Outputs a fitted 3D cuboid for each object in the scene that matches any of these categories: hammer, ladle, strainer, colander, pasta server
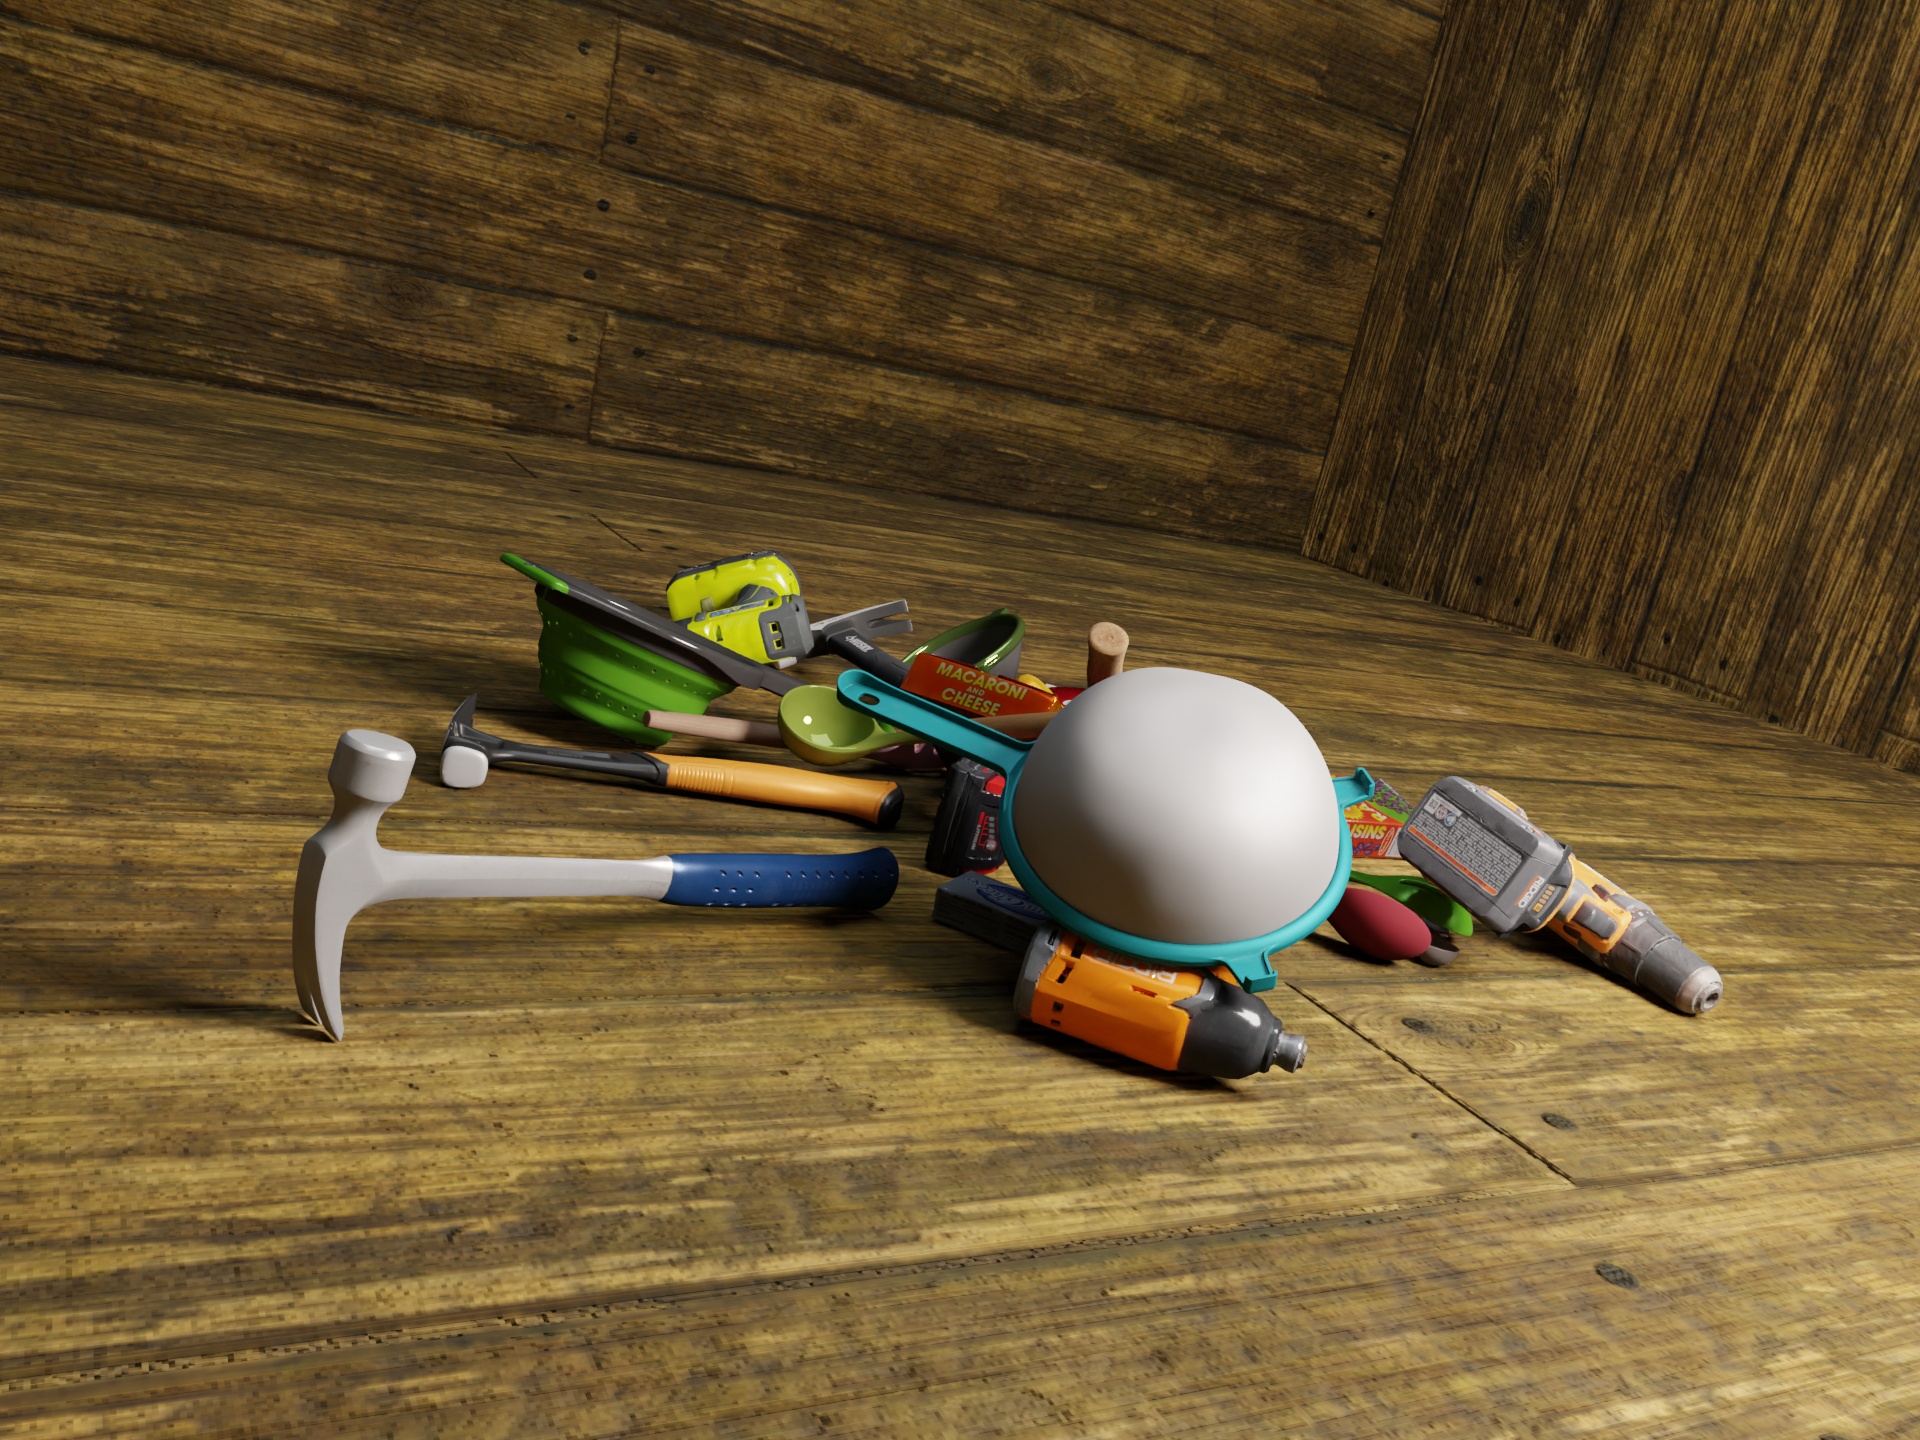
[{"bbox_3d":[-0.175,0.092,0.872,0.035,0.144,0.405,25,10,35],"label":"hammer"},{"bbox_3d":[0.214,0.098,1.213,0.031,0.069,0.316,-39,50,-25],"label":"ladle"},{"bbox_3d":[0.138,-0.035,1.509,0.130,0.031,0.331,18,-10,7],"label":"hammer"},{"bbox_3d":[-0.207,0.037,1.179,0.336,0.034,0.127,9,15,-15],"label":"hammer"},{"bbox_3d":[0.019,-0.025,1.489,0.151,0.069,0.256,-29,21,-5],"label":"strainer"},{"bbox_3d":[-0.002,-0.004,1.162,0.320,0.062,0.078,-4,20,35],"label":"ladle"},{"bbox_3d":[-0.070,-0.053,1.496,0.146,0.035,0.335,-19,20,-16],"label":"hammer"},{"bbox_3d":[-0.211,-0.017,1.316,0.396,0.094,0.205,24,1,-42],"label":"colander"},{"bbox_3d":[0.073,0.011,0.945,0.340,0.095,0.211,23,45,19],"label":"strainer"},{"bbox_3d":[-0.118,0.010,1.293,0.316,0.040,0.060,9,-4,-42],"label":"pasta server"}]

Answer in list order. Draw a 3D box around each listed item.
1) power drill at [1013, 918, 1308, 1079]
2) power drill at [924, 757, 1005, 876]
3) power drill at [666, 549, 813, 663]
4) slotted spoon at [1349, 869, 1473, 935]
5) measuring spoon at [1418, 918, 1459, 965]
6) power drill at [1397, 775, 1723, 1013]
[{"bbox_3d":[0.144,0.119,0.958,0.164,0.084,0.227,17,39,15],"label":"power drill"},{"bbox_3d":[0.094,0.097,1.129,0.227,0.080,0.188,19,15,13],"label":"power drill"},{"bbox_3d":[-0.232,-0.098,1.557,0.171,0.080,0.223,-13,18,-1],"label":"power drill"},{"bbox_3d":[0.259,0.107,1.281,0.314,0.031,0.070,18,11,23],"label":"slotted spoon"},{"bbox_3d":[0.361,0.168,1.213,0.034,0.018,0.124,18,8,15],"label":"measuring spoon"},{"bbox_3d":[0.456,0.139,1.197,0.226,0.084,0.186,25,13,-37],"label":"power drill"}]
